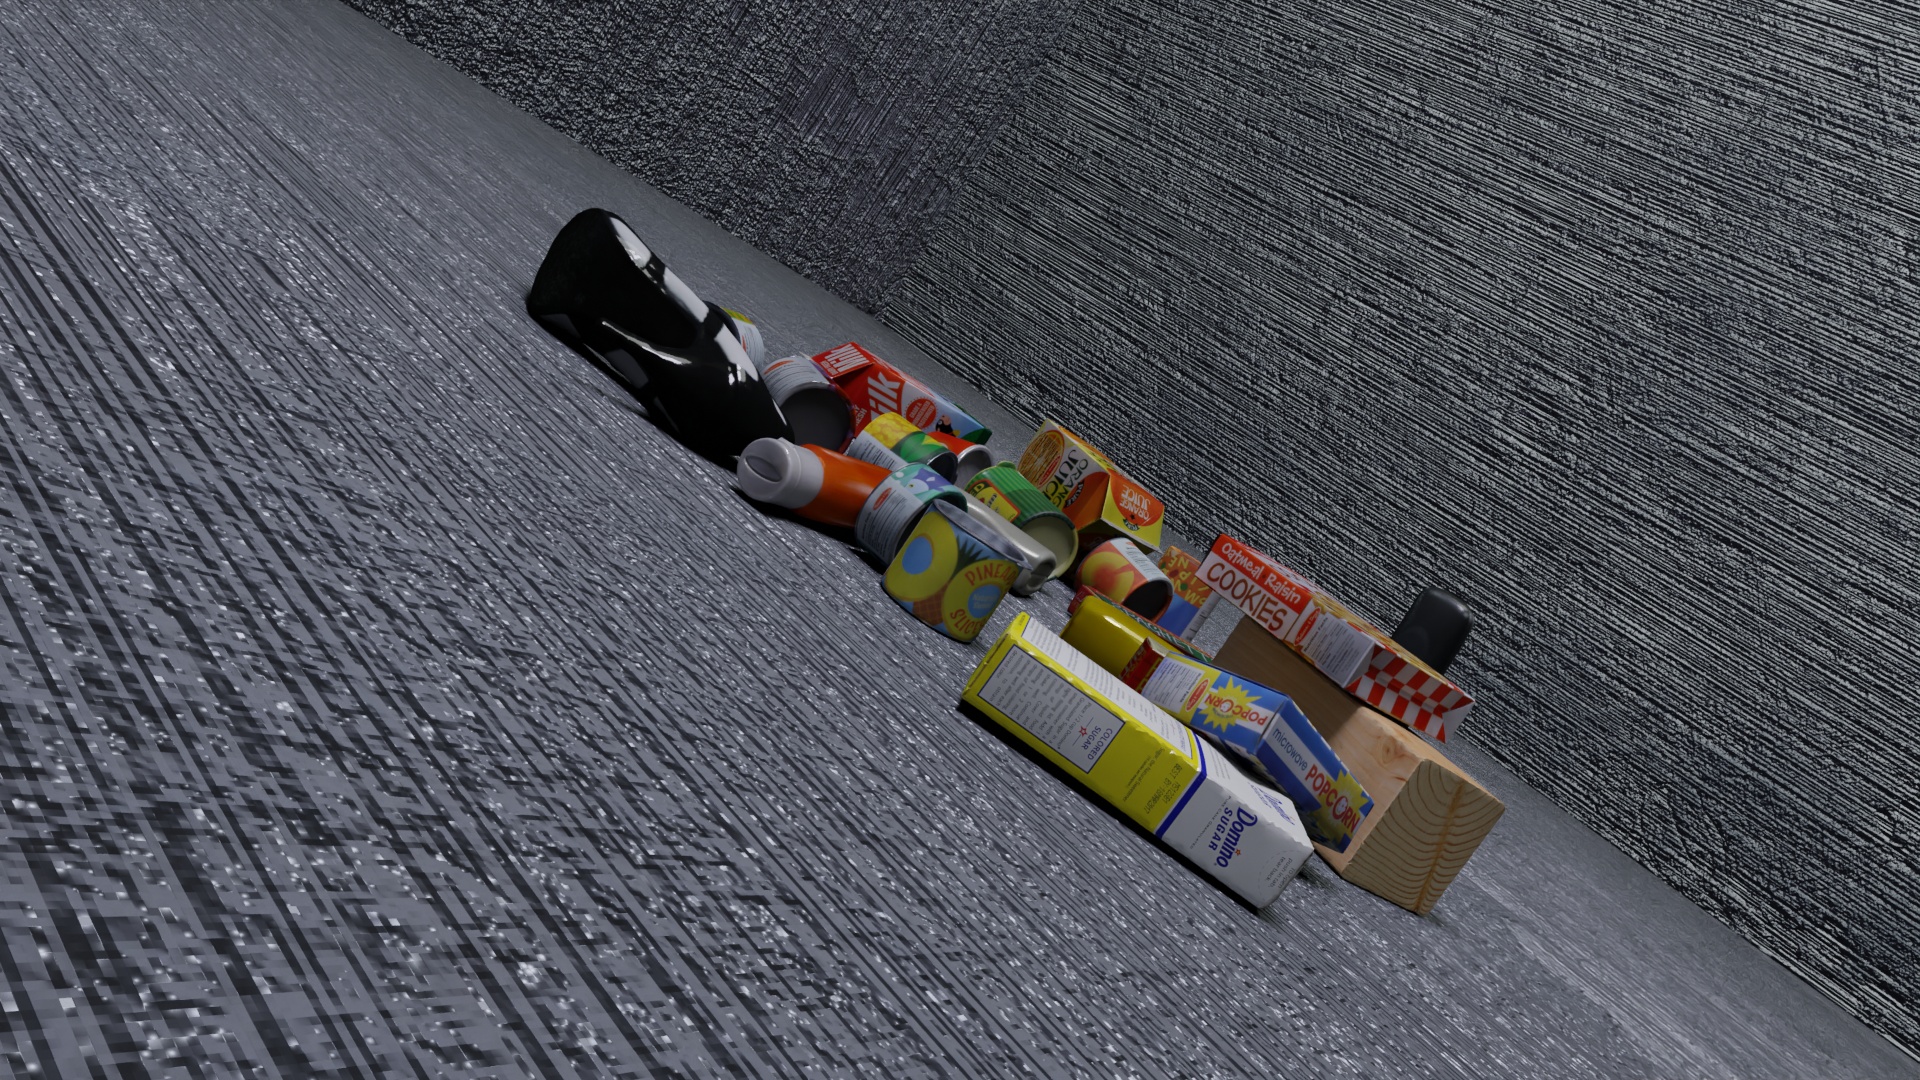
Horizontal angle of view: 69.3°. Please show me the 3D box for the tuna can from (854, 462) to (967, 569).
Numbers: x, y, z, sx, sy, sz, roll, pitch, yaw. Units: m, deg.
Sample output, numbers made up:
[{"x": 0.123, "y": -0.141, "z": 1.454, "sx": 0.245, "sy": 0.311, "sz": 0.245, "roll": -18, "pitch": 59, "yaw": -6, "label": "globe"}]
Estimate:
[{"x": -0.028, "y": -0.011, "z": 0.849, "sx": 0.033, "sy": 0.071, "sz": 0.071, "roll": 39, "pitch": 9, "yaw": 28, "label": "tuna can"}]

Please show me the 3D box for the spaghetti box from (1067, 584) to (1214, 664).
[{"x": 0.192, "y": 0.105, "z": 1.164, "sx": 0.250, "sy": 0.028, "sz": 0.050, "roll": 29, "pitch": 9, "yaw": -31, "label": "spaghetti box"}]

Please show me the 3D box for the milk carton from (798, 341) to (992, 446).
[{"x": -0.071, "y": -0.128, "z": 1.343, "sx": 0.190, "sy": 0.073, "sz": 0.072, "roll": 29, "pitch": 10, "yaw": -31, "label": "milk carton"}]

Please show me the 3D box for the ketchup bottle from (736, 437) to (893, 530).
[{"x": -0.081, "y": -0.033, "z": 0.848, "sx": 0.065, "sy": 0.043, "sz": 0.149, "roll": 30, "pitch": 6, "yaw": 24, "label": "ketchup bottle"}]

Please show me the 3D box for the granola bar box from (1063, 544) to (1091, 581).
[{"x": 0.074, "y": -0.014, "z": 1.363, "sx": 0.165, "sy": 0.039, "sz": 0.124, "roll": 32, "pitch": 9, "yaw": -8, "label": "granola bar box"}]

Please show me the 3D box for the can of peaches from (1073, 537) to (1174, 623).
[{"x": 0.139, "y": 0.043, "z": 1.190, "sx": 0.071, "sy": 0.071, "sz": 0.058, "roll": 25, "pitch": 17, "yaw": -49, "label": "can of peaches"}]

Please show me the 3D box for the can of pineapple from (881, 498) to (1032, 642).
[{"x": -0.003, "y": 0.018, "z": 0.801, "sx": 0.071, "sy": 0.057, "sz": 0.071, "roll": 33, "pitch": 8, "yaw": -5, "label": "can of pineapple"}]

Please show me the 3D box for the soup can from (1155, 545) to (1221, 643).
[{"x": 0.192, "y": 0.055, "z": 1.264, "sx": 0.071, "sy": 0.083, "sz": 0.071, "roll": 33, "pitch": 8, "yaw": -5, "label": "soup can"}]

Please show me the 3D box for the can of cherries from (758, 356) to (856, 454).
[{"x": -0.111, "y": -0.088, "z": 0.983, "sx": 0.071, "sy": 0.071, "sz": 0.058, "roll": 29, "pitch": 9, "yaw": -33, "label": "can of cherries"}]

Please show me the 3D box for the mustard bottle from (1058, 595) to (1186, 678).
[{"x": 0.138, "y": 0.098, "z": 0.919, "sx": 0.160, "sy": 0.048, "sz": 0.065, "roll": 35, "pitch": 8, "yaw": 6, "label": "mustard bottle"}]

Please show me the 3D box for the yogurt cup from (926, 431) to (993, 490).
[{"x": -0.012, "y": -0.062, "z": 1.230, "sx": 0.054, "sy": 0.072, "sz": 0.072, "roll": 29, "pitch": 4, "yaw": 32, "label": "yogurt cup"}]

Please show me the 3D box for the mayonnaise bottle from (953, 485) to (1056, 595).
[{"x": 0.004, "y": -0.014, "z": 1.084, "sx": 0.148, "sy": 0.041, "sz": 0.065, "roll": 35, "pitch": 6, "yaw": 18, "label": "mayonnaise bottle"}]

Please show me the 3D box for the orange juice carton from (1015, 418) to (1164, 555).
[{"x": 0.123, "y": -0.039, "z": 1.304, "sx": 0.072, "sy": 0.073, "sz": 0.193, "roll": 29, "pitch": 11, "yaw": -30, "label": "orange juice carton"}]

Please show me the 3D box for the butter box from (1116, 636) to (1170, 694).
[{"x": 0.144, "y": 0.108, "z": 0.868, "sx": 0.103, "sy": 0.053, "sz": 0.024, "roll": 32, "pitch": 11, "yaw": -12, "label": "butter box"}]

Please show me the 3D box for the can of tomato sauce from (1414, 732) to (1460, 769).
[{"x": 0.304, "y": 0.175, "z": 0.994, "sx": 0.071, "sy": 0.083, "sz": 0.071, "roll": 33, "pitch": 8, "yaw": -5, "label": "can of tomato sauce"}]

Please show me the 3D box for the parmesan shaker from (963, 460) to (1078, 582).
[{"x": 0.049, "y": -0.016, "z": 1.163, "sx": 0.071, "sy": 0.071, "sz": 0.103, "roll": 29, "pitch": 9, "yaw": -31, "label": "parmesan shaker"}]

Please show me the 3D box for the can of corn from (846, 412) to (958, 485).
[{"x": -0.044, "y": -0.053, "z": 1.031, "sx": 0.058, "sy": 0.071, "sz": 0.071, "roll": 36, "pitch": 8, "yaw": 20, "label": "can of corn"}]

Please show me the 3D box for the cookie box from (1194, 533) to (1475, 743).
[{"x": 0.256, "y": 0.064, "z": 0.962, "sx": 0.123, "sy": 0.040, "sz": 0.168, "roll": 27, "pitch": 10, "yaw": -35, "label": "cookie box"}]

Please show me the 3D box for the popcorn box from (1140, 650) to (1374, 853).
[{"x": 0.165, "y": 0.118, "z": 0.774, "sx": 0.085, "sy": 0.038, "sz": 0.126, "roll": 18, "pitch": -21, "yaw": 48, "label": "popcorn box"}]

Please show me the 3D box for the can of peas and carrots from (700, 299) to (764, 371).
[{"x": -0.180, "y": -0.134, "z": 0.981, "sx": 0.071, "sy": 0.071, "sz": 0.059, "roll": 35, "pitch": 7, "yaw": 6, "label": "can of peas and carrots"}]
